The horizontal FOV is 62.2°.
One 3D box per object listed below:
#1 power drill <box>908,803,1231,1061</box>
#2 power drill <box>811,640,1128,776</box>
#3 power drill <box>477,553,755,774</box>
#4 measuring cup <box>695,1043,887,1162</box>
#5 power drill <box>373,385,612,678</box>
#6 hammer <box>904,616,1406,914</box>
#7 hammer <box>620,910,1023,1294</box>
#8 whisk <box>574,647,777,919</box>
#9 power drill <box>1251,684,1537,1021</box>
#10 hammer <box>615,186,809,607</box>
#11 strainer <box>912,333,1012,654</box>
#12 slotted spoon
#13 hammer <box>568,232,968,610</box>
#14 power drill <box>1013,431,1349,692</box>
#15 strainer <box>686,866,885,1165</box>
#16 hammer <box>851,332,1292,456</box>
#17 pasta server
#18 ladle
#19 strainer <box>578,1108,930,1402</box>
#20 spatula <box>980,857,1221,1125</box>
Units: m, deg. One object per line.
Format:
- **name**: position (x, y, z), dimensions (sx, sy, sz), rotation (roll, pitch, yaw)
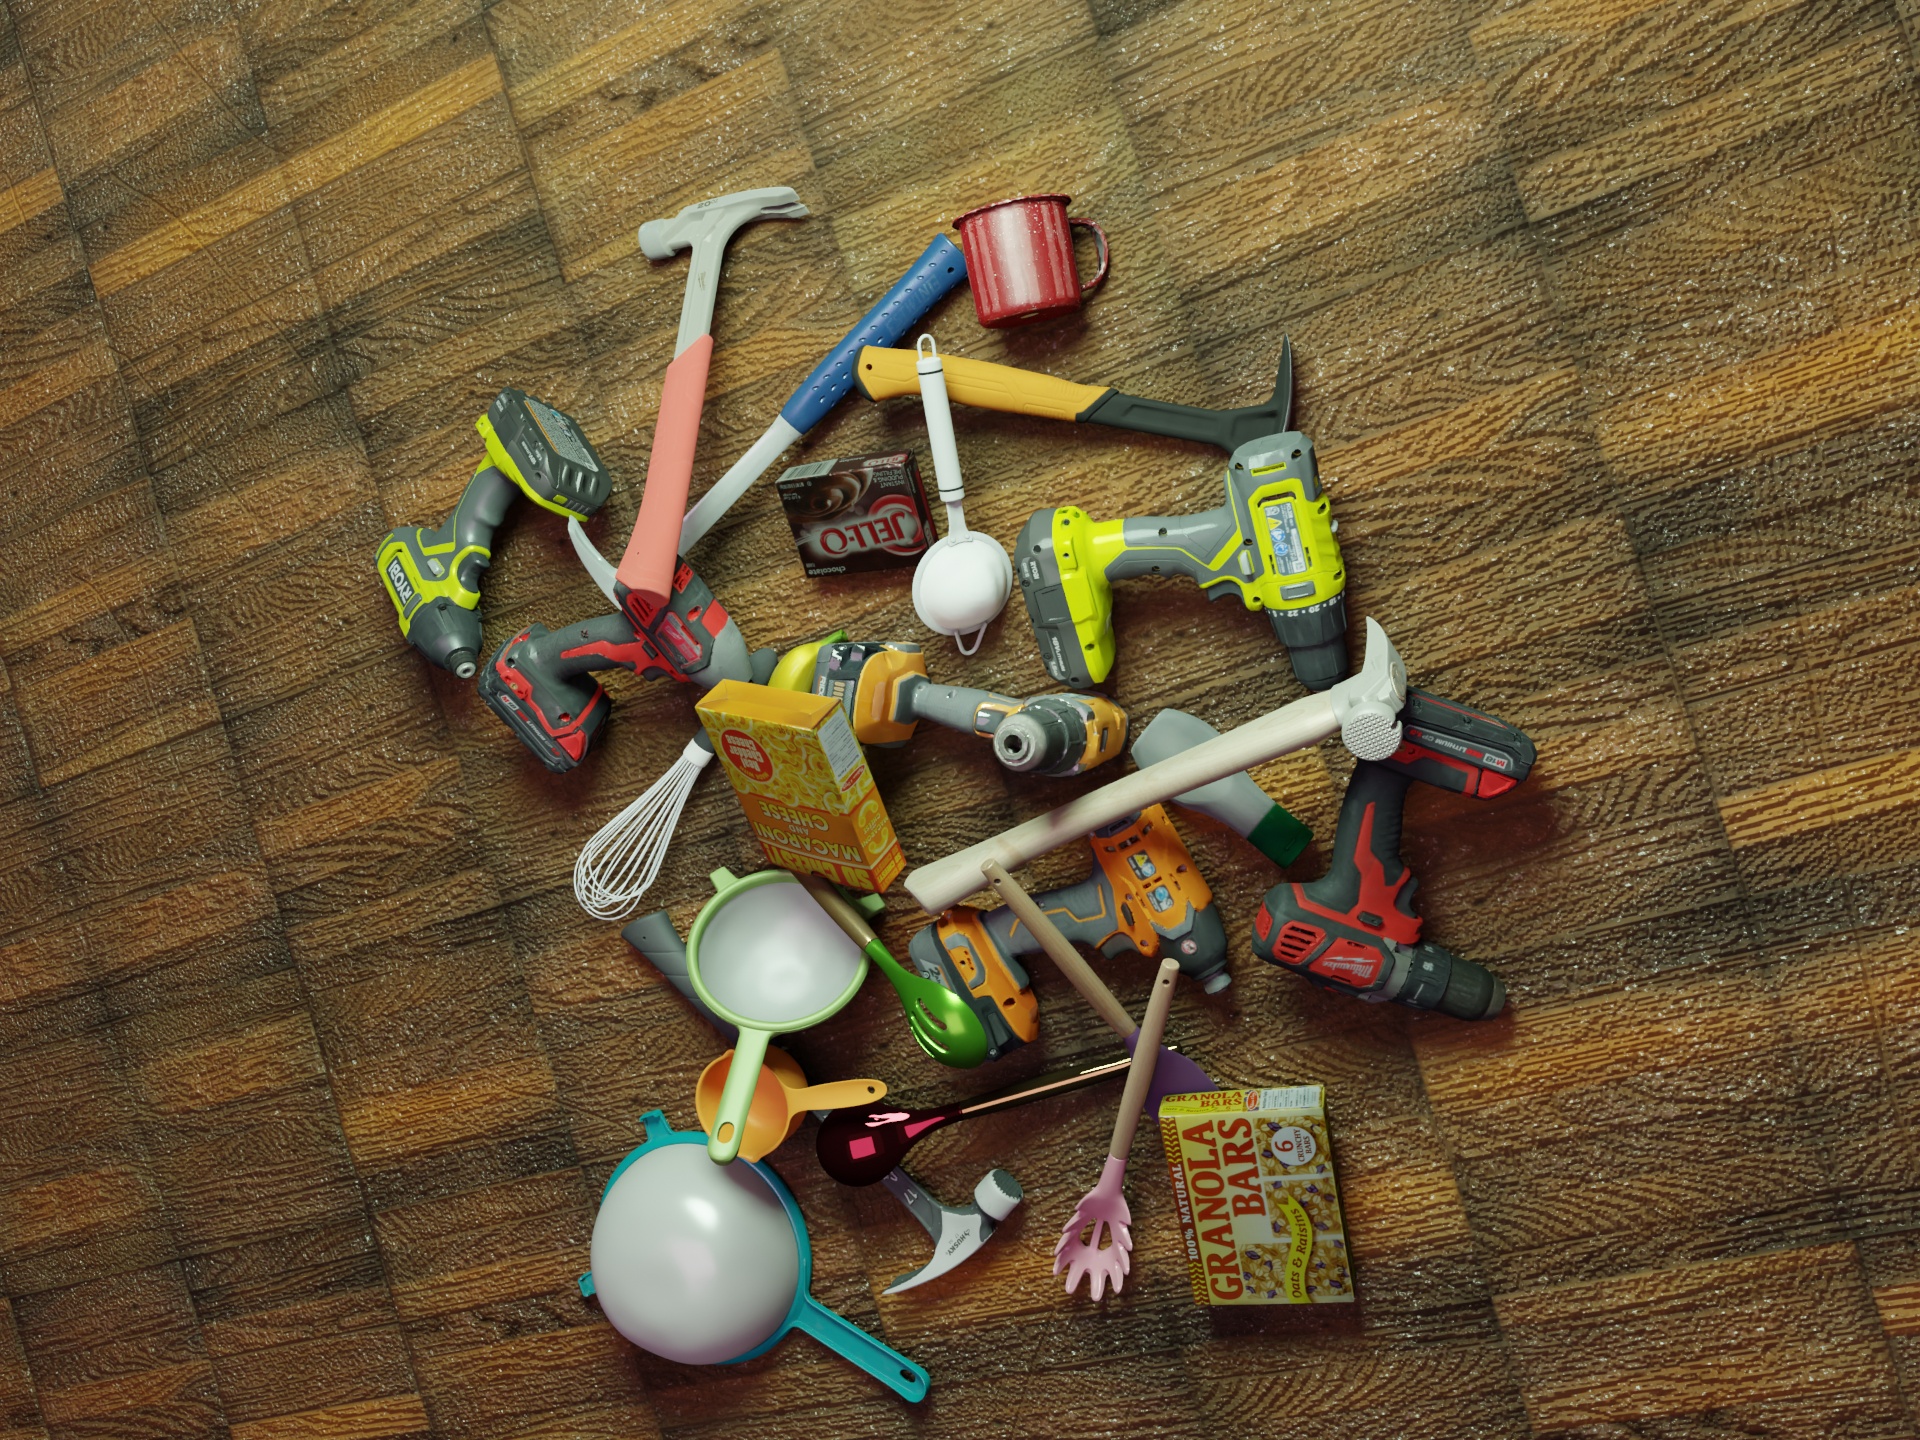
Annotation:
- **power drill**: position (0.092, 0.177, 1.241), dimensions (0.226, 0.084, 0.164), rotation (-32, 86, 15)
- **power drill**: position (-0.002, -0.004, 1.204), dimensions (0.226, 0.185, 0.084), rotation (12, 98, 21)
- **power drill**: position (-0.277, -0.044, 1.314), dimensions (0.219, 0.079, 0.143), rotation (-23, 118, 29)
- **measuring cup**: position (-0.131, 0.305, 1.307), dimensions (0.173, 0.052, 0.095), rotation (-11, 92, 20)
- **power drill**: position (-0.404, -0.157, 1.364), dimensions (0.223, 0.080, 0.171), rotation (-48, 55, 17)
- **hammer**: position (0.132, 0.048, 1.162), dimensions (0.410, 0.146, 0.038), rotation (-26, 110, 28)
- **hammer**: position (-0.140, 0.311, 1.356), dimensions (0.409, 0.036, 0.149), rotation (42, 107, 12)
- **whisk**: position (-0.243, 0.052, 1.360), dimensions (0.070, 0.070, 0.284), rotation (39, 100, 12)
- **power drill**: position (0.333, 0.102, 1.143), dimensions (0.188, 0.080, 0.226), rotation (20, 102, -2)
- **hammer**: position (-0.210, -0.258, 1.251), dimensions (0.149, 0.036, 0.359), rotation (-5, 67, 23)
- **strainer**: position (-0.006, -0.167, 1.223), dimensions (0.087, 0.050, 0.258), rotation (-18, 111, -19)
- **slotted spoon**: position (-0.086, 0.166, 1.274), dimensions (0.314, 0.031, 0.070), rotation (43, 133, 34)
- **hammer**: position (-0.148, -0.236, 1.287), dimensions (0.405, 0.035, 0.144), rotation (-44, 117, 13)
- **power drill**: position (0.171, -0.097, 1.180), dimensions (0.228, 0.080, 0.190), rotation (-10, 111, 20)
- **strainer**: position (-0.157, 0.244, 1.285), dimensions (0.151, 0.069, 0.257), rotation (9, 54, 6)
- **hammer**: position (0.081, -0.252, 1.210), dimensions (0.337, 0.034, 0.127), rotation (11, 99, 11)
- **pasta server**: position (0.127, 0.317, 1.220), dimensions (0.060, 0.040, 0.316), rotation (14, 118, 6)
- **ladle**: position (0.027, 0.308, 1.278), dimensions (0.315, 0.031, 0.069), rotation (-18, 77, 9)
- **strainer**: position (-0.187, 0.498, 1.355), dimensions (0.340, 0.095, 0.211), rotation (26, 102, 17)
- **spatula**: position (0.110, 0.218, 1.198), dimensions (0.060, 0.018, 0.315), rotation (-31, 112, 18)
